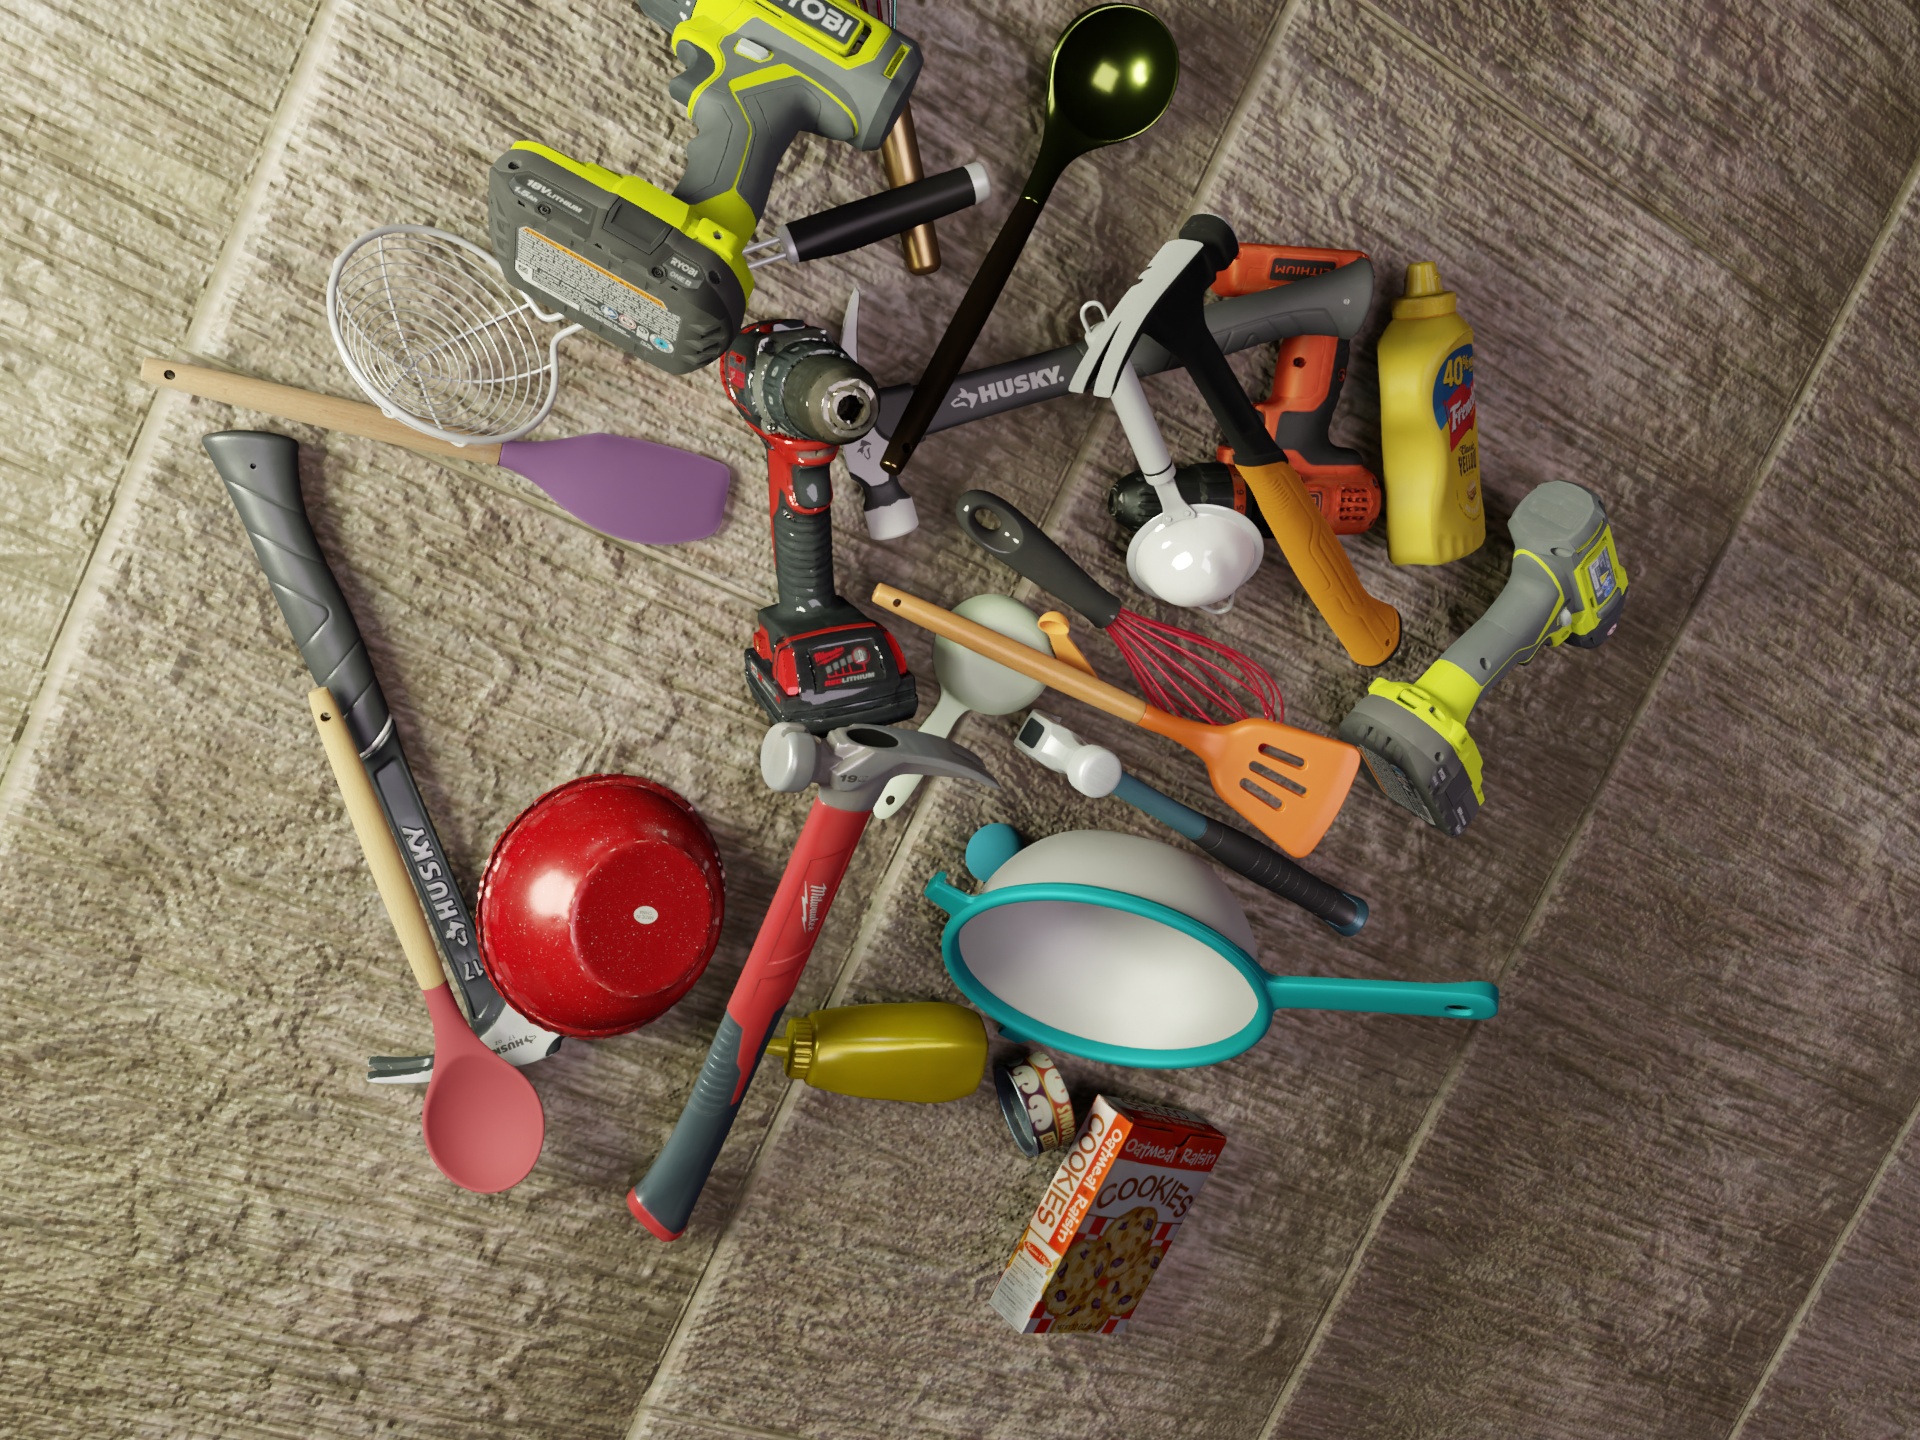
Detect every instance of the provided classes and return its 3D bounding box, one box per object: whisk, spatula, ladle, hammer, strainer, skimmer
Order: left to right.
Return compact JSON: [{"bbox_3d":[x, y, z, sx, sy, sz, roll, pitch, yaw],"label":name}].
[{"bbox_3d":[-0.334,0.029,0.912,0.149,0.036,0.408,-21,109,-12],"label":"hammer"},{"bbox_3d":[-0.312,0.129,0.912,0.069,0.031,0.315,-18,107,-12],"label":"ladle"},{"bbox_3d":[-0.284,-0.154,0.890,0.315,0.018,0.060,12,98,-22],"label":"spatula"},{"bbox_3d":[-0.150,-0.249,0.859,0.363,0.090,0.127,-21,85,-8],"label":"skimmer"},{"bbox_3d":[-0.108,0.170,0.966,0.143,0.038,0.386,7,120,-34],"label":"hammer"},{"bbox_3d":[-0.043,-0.379,0.905,0.051,0.047,0.244,-14,113,-3],"label":"whisk"},{"bbox_3d":[0.036,-0.274,0.902,0.078,0.062,0.320,36,71,-29],"label":"ladle"},{"bbox_3d":[0.086,-0.222,0.955,0.335,0.035,0.146,-16,108,-1],"label":"hammer"},{"bbox_3d":[0.093,-0.012,0.989,0.322,0.041,0.081,24,102,-12],"label":"spatula"},{"bbox_3d":[0.107,-0.058,1.014,0.295,0.073,0.073,35,91,-29],"label":"whisk"},{"bbox_3d":[0.121,-0.143,0.962,0.087,0.050,0.258,-17,130,18],"label":"strainer"},{"bbox_3d":[0.165,0.076,1.065,0.330,0.128,0.033,30,93,-32],"label":"hammer"},{"bbox_3d":[0.159,0.133,0.997,0.340,0.095,0.210,0,140,22],"label":"strainer"},{"bbox_3d":[0.188,-0.136,0.964,0.127,0.034,0.336,-53,129,-13],"label":"hammer"}]

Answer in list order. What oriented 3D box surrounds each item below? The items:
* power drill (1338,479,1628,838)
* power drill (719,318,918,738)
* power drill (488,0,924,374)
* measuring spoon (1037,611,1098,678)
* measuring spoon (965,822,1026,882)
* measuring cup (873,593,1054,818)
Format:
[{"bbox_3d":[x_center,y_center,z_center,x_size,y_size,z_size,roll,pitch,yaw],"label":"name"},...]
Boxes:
[{"bbox_3d":[0.375,-0.036,1.105,0.223,0.080,0.171,-49,141,-4],"label":"power drill"},{"bbox_3d":[-0.078,-0.106,0.886,0.080,0.188,0.226,-12,111,-17],"label":"power drill"},{"bbox_3d":[-0.147,-0.312,0.822,0.190,0.080,0.229,28,68,-7],"label":"power drill"},{"bbox_3d":[0.073,-0.042,1.014,0.116,0.021,0.011,52,48,-60],"label":"measuring spoon"},{"bbox_3d":[0.064,0.106,1.076,0.128,0.021,0.042,21,96,-22],"label":"measuring spoon"},{"bbox_3d":[-0.002,-0.003,1.015,0.083,0.038,0.167,35,89,-24],"label":"measuring cup"}]
